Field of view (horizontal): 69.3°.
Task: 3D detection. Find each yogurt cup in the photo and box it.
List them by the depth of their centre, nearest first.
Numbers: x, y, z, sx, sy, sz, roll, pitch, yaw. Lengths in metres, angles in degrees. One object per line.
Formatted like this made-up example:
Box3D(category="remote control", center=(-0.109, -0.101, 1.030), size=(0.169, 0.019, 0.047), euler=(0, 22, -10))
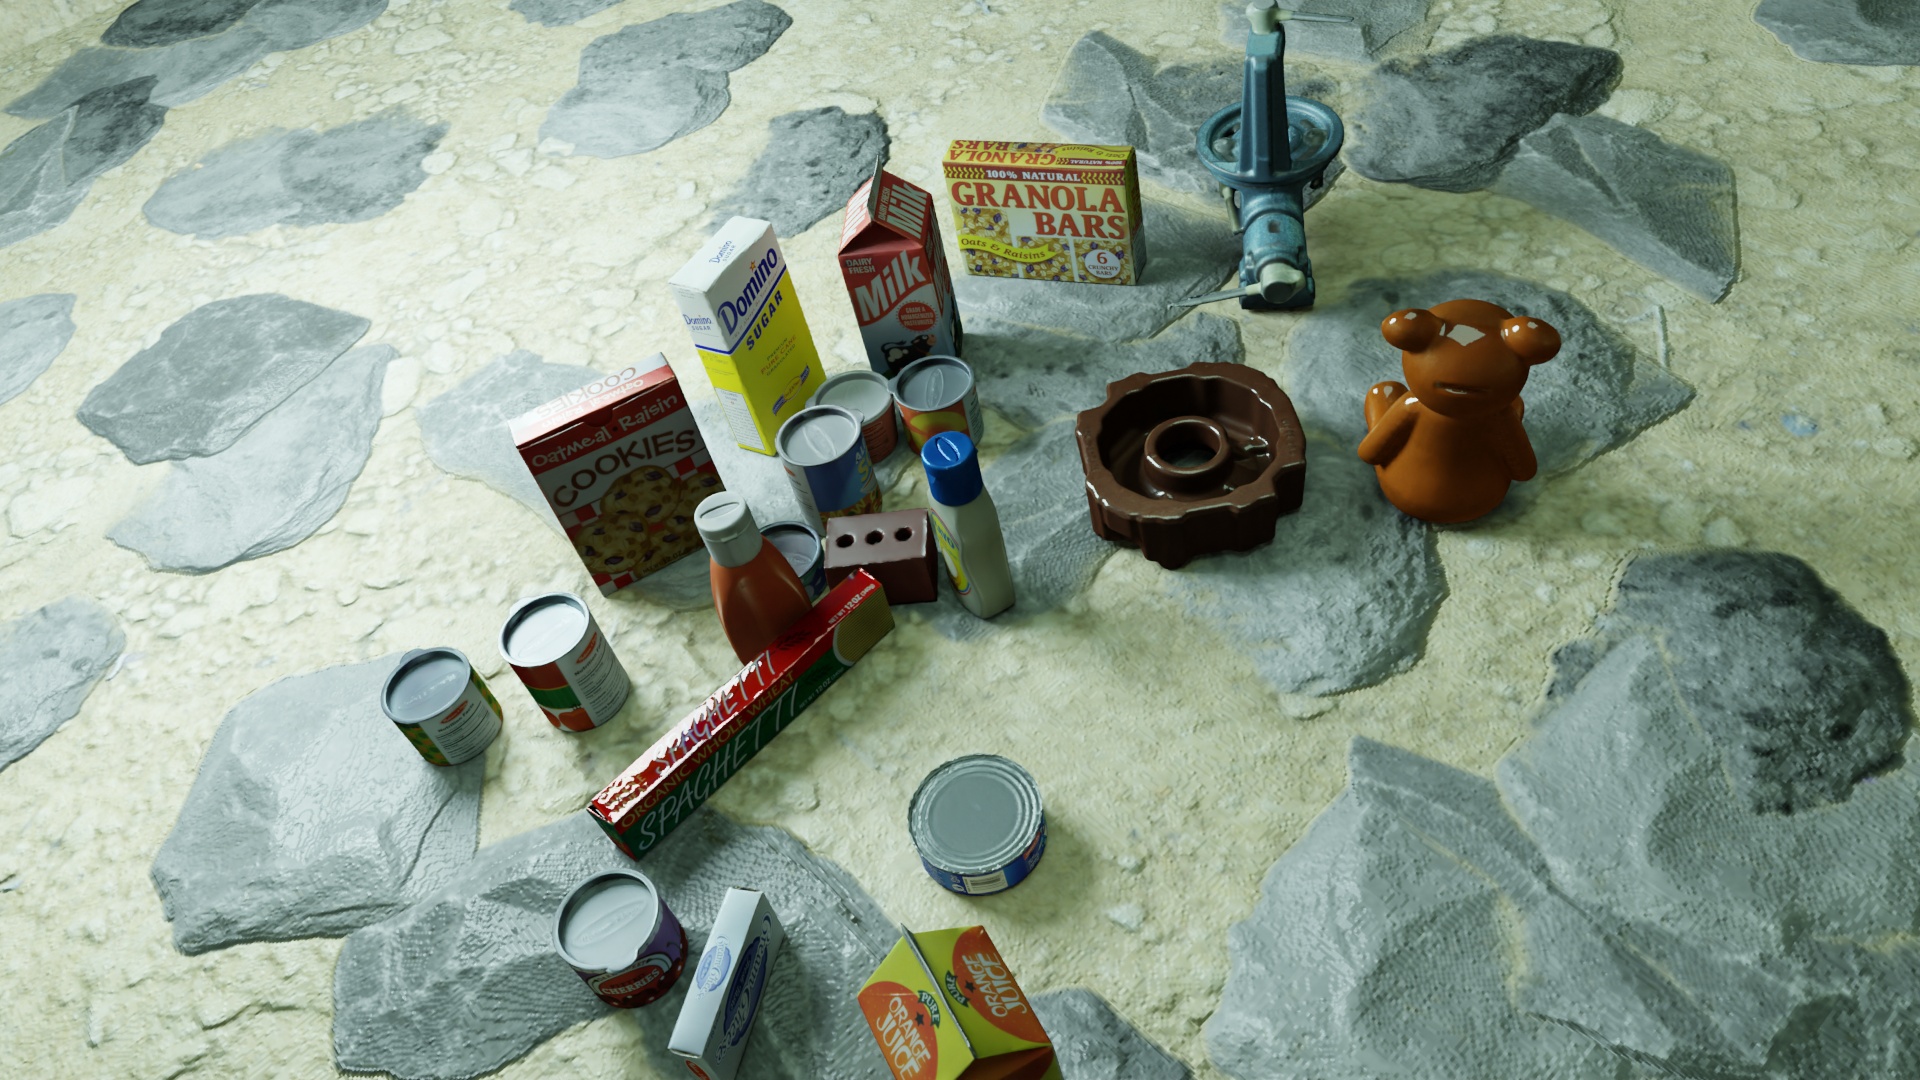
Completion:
Box3D(category="yogurt cup", center=(-0.083, -0.098, 1.136), size=(0.072, 0.053, 0.073), euler=(-7, 47, 7))

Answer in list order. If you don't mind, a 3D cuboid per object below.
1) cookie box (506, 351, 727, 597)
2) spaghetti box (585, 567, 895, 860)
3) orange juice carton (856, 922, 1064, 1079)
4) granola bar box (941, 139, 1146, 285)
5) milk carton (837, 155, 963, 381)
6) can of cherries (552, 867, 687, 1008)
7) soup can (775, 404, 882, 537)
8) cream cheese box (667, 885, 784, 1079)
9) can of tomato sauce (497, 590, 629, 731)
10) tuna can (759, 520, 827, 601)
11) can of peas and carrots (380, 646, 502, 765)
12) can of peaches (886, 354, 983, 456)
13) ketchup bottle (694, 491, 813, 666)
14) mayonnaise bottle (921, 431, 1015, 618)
Box3D(category="cookie box", center=(-0.249, -0.047, 1.051), size=(0.123, 0.166, 0.040), euler=(-27, 48, -11))
Box3D(category="spaghetti box", center=(-0.145, 0.117, 0.958), size=(0.029, 0.050, 0.251), euler=(31, 61, 34))
Box3D(category="orange juice carton", center=(0.005, 0.261, 0.694), size=(0.073, 0.191, 0.072), euler=(-27, 48, -11))
Box3D(category="granola bar box", center=(0.075, -0.288, 1.224), size=(0.165, 0.123, 0.039), euler=(8, 51, 20))
Box3D(category="milk carton", center=(-0.051, -0.218, 1.144), size=(0.073, 0.189, 0.073), euler=(-4, 48, 10))
Box3D(category="can of cherries", center=(-0.207, 0.246, 0.849), size=(0.071, 0.058, 0.072), euler=(-7, 47, 7))
Box3D(category="soup can", center=(-0.098, -0.054, 1.079), size=(0.071, 0.083, 0.072), euler=(-7, 47, 7))
Box3D(category="cream cheese box", center=(-0.136, 0.263, 0.820), size=(0.024, 0.053, 0.104), euler=(4, 50, 17))
Box3D(category="can of tomato sauce", center=(-0.284, 0.087, 0.995), size=(0.071, 0.082, 0.071), euler=(-7, 47, 7))
Box3D(category="tuna can", center=(-0.134, 0.022, 1.053), size=(0.071, 0.032, 0.071), euler=(-7, 47, 7))
Box3D(category="can of peas and carrots", center=(-0.375, 0.119, 1.004), size=(0.071, 0.058, 0.071), euler=(-7, 47, 7))
Box3D(category="can of peaches", center=(-0.019, -0.107, 1.127), size=(0.071, 0.057, 0.071), euler=(-7, 47, 7))
Box3D(category="ketchup bottle", center=(-0.145, 0.029, 0.970), size=(0.065, 0.148, 0.044), euler=(-20, 47, -5))
Box3D(category="mayonnaise bottle", center=(0.003, -0.012, 0.973), size=(0.041, 0.147, 0.065), euler=(-28, 48, -12))
